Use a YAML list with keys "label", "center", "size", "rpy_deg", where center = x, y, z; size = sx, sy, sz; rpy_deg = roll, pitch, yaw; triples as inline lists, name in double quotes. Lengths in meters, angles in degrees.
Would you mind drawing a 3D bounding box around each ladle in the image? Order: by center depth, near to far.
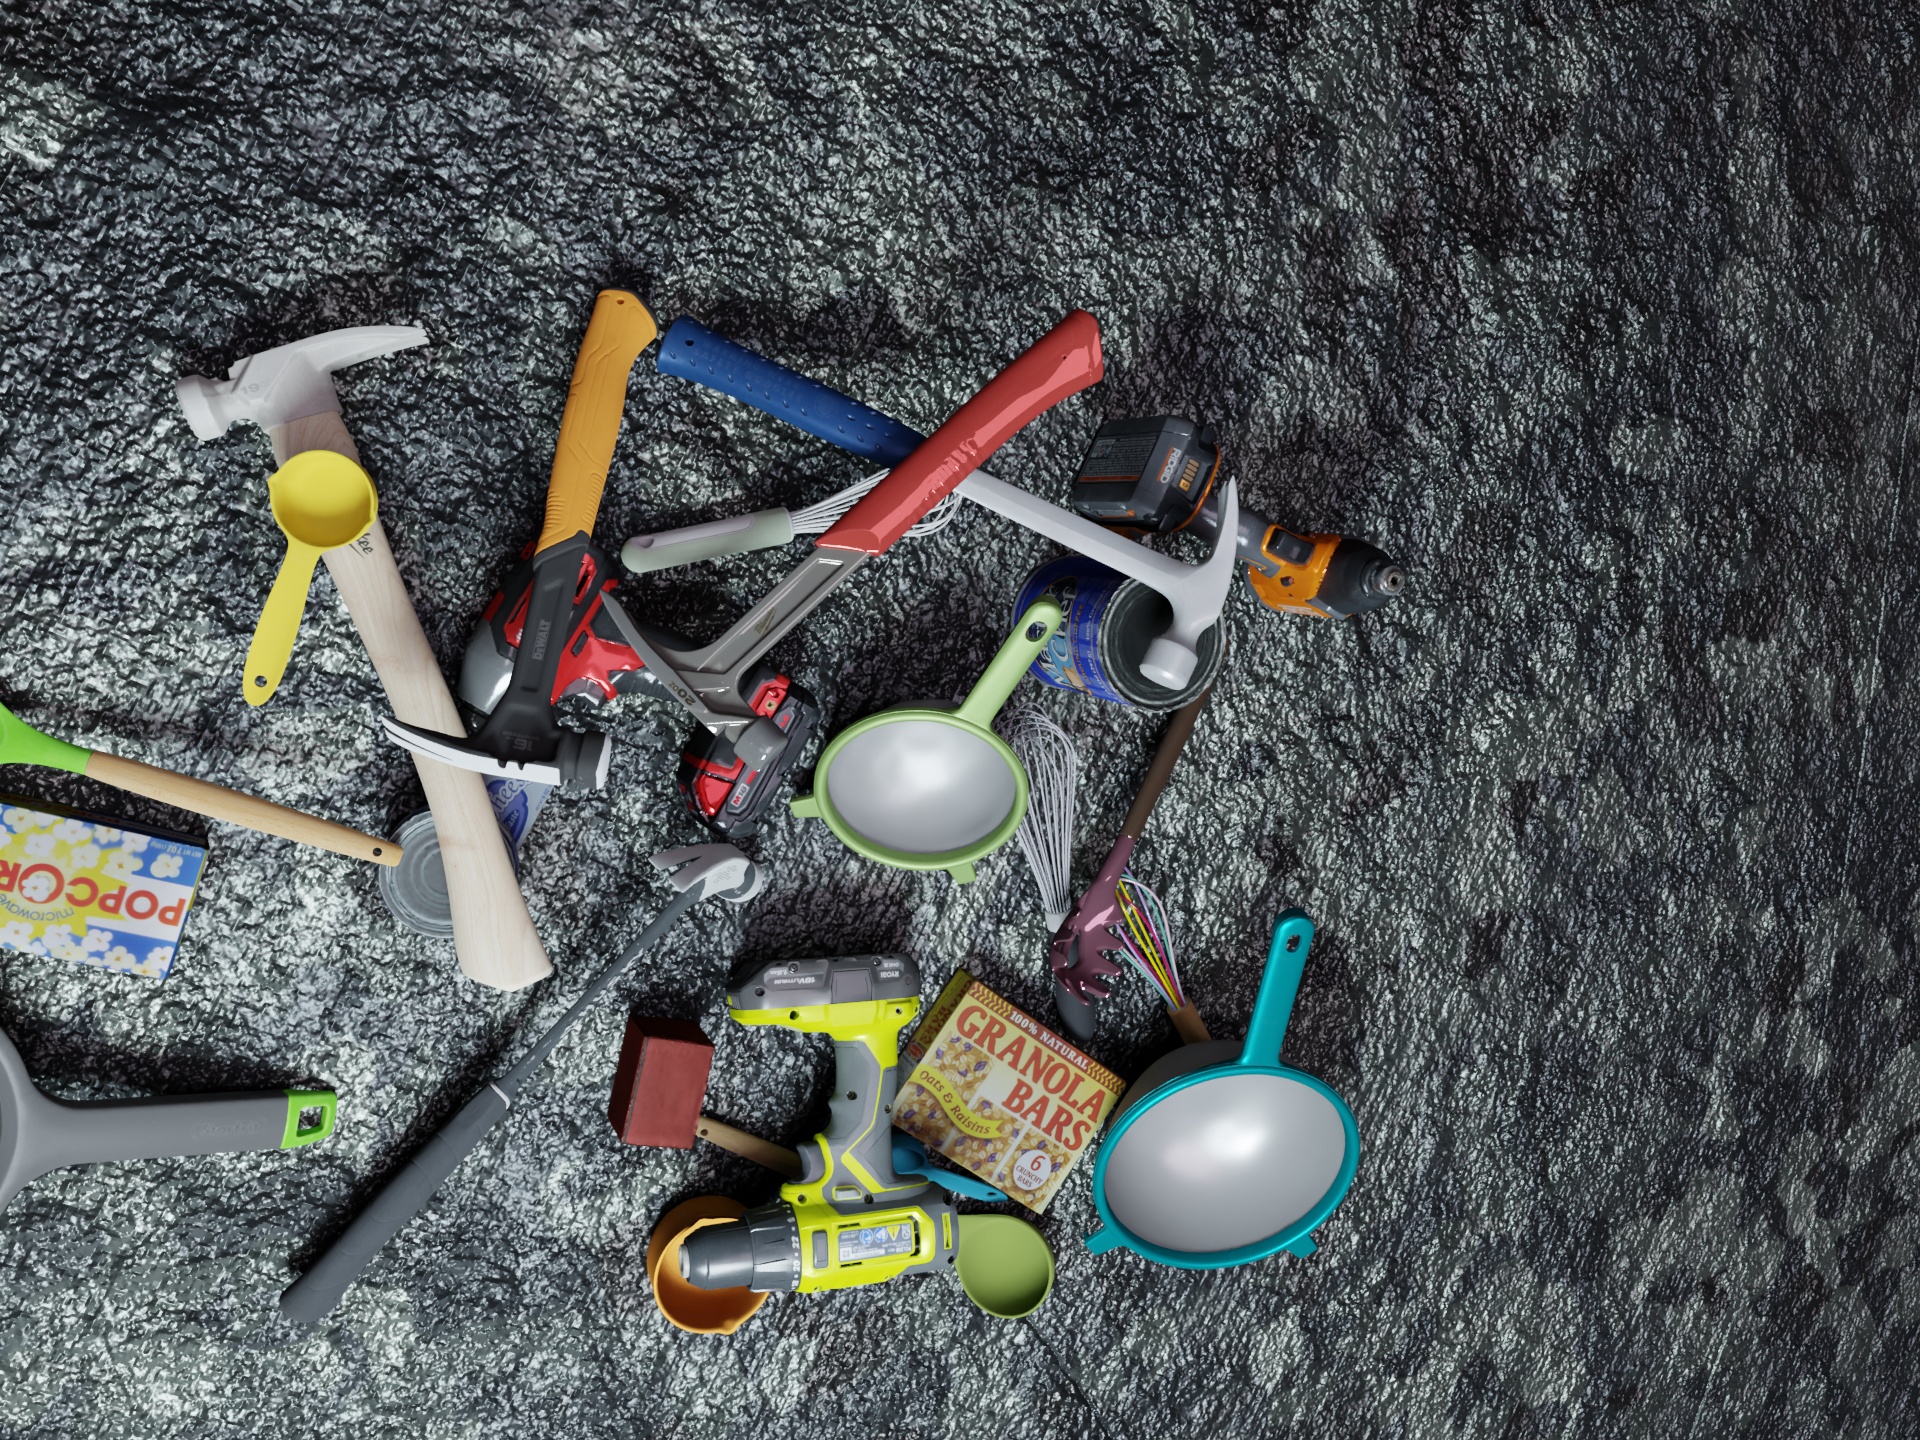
- label: "ladle"
  center: [-0.065, 0.364, 1.188]
  size: [0.320, 0.062, 0.078]
  rpy_deg: [30, 101, -22]

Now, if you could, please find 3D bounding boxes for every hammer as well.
- label: "hammer"
  center: [-0.247, -0.125, 0.971]
  size: [0.127, 0.034, 0.337]
  rpy_deg: [11, 66, -7]
- label: "hammer"
  center: [-0.328, -0.033, 0.972]
  size: [0.146, 0.038, 0.410]
  rpy_deg: [-21, 95, -12]
- label: "hammer"
  center: [-0.052, -0.141, 1.011]
  size: [0.359, 0.036, 0.149]
  rpy_deg: [-44, 88, -7]
- label: "hammer"
  center: [-0.291, 0.233, 1.043]
  size: [0.036, 0.149, 0.409]
  rpy_deg: [42, 86, 12]
- label: "hammer"
  center: [-0.006, -0.170, 1.054]
  size: [0.405, 0.035, 0.144]
  rpy_deg: [25, 82, 0]

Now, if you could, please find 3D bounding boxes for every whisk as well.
- label: "whisk"
  center: [-0.112, -0.137, 1.098]
  size: [0.246, 0.058, 0.059]
  rpy_deg: [-14, 134, -17]
- label: "whisk"
  center: [0.072, 0.121, 1.214]
  size: [0.070, 0.070, 0.284]
  rpy_deg: [-19, 110, -20]
- label: "whisk"
  center: [0.165, 0.214, 1.274]
  size: [0.051, 0.047, 0.244]
  rpy_deg: [-36, 113, -17]

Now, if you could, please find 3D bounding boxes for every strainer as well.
- label: "strainer"
  center: [-0.002, -0.004, 1.105]
  size: [0.151, 0.069, 0.256]
  rpy_deg: [24, 125, -16]
- label: "strainer"
  center: [0.210, 0.271, 1.236]
  size: [0.211, 0.095, 0.340]
  rpy_deg: [4, 116, -10]

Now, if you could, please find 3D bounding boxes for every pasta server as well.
- label: "pasta server"
  center: [0.144, 0.068, 1.214]
  size: [0.060, 0.040, 0.316]
  rpy_deg: [40, 69, -33]

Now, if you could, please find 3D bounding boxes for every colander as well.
- label: "colander"
  center: [-0.577, 0.232, 0.933]
  size: [0.396, 0.095, 0.204]
  rpy_deg: [8, 94, -43]

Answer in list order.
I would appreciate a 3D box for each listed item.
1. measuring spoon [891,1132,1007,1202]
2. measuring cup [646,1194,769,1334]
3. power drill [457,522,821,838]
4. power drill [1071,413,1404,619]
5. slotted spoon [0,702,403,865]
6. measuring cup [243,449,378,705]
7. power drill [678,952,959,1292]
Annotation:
- label: "measuring spoon"
  center: [-0.014, 0.343, 1.224]
  size: [0.128, 0.021, 0.042]
  rpy_deg: [30, 129, -28]
- label: "measuring cup"
  center: [-0.143, 0.374, 1.153]
  size: [0.173, 0.052, 0.095]
  rpy_deg: [-17, 104, -20]
- label: "power drill"
  center: [-0.217, -0.017, 1.053]
  size: [0.219, 0.078, 0.143]
  rpy_deg: [33, 83, -21]
- label: "power drill"
  center: [0.213, -0.142, 1.176]
  size: [0.226, 0.164, 0.084]
  rpy_deg: [25, 88, -23]
- label: "slotted spoon"
  center: [-0.488, 0.035, 0.940]
  size: [0.313, 0.031, 0.070]
  rpy_deg: [19, 90, -15]
- label: "measuring cup"
  center: [-0.387, -0.083, 0.931]
  size: [0.062, 0.029, 0.156]
  rpy_deg: [21, 97, -12]
- label: "power drill"
  center: [-0.103, 0.282, 1.111]
  size: [0.190, 0.080, 0.228]
  rpy_deg: [-1, 82, -20]
